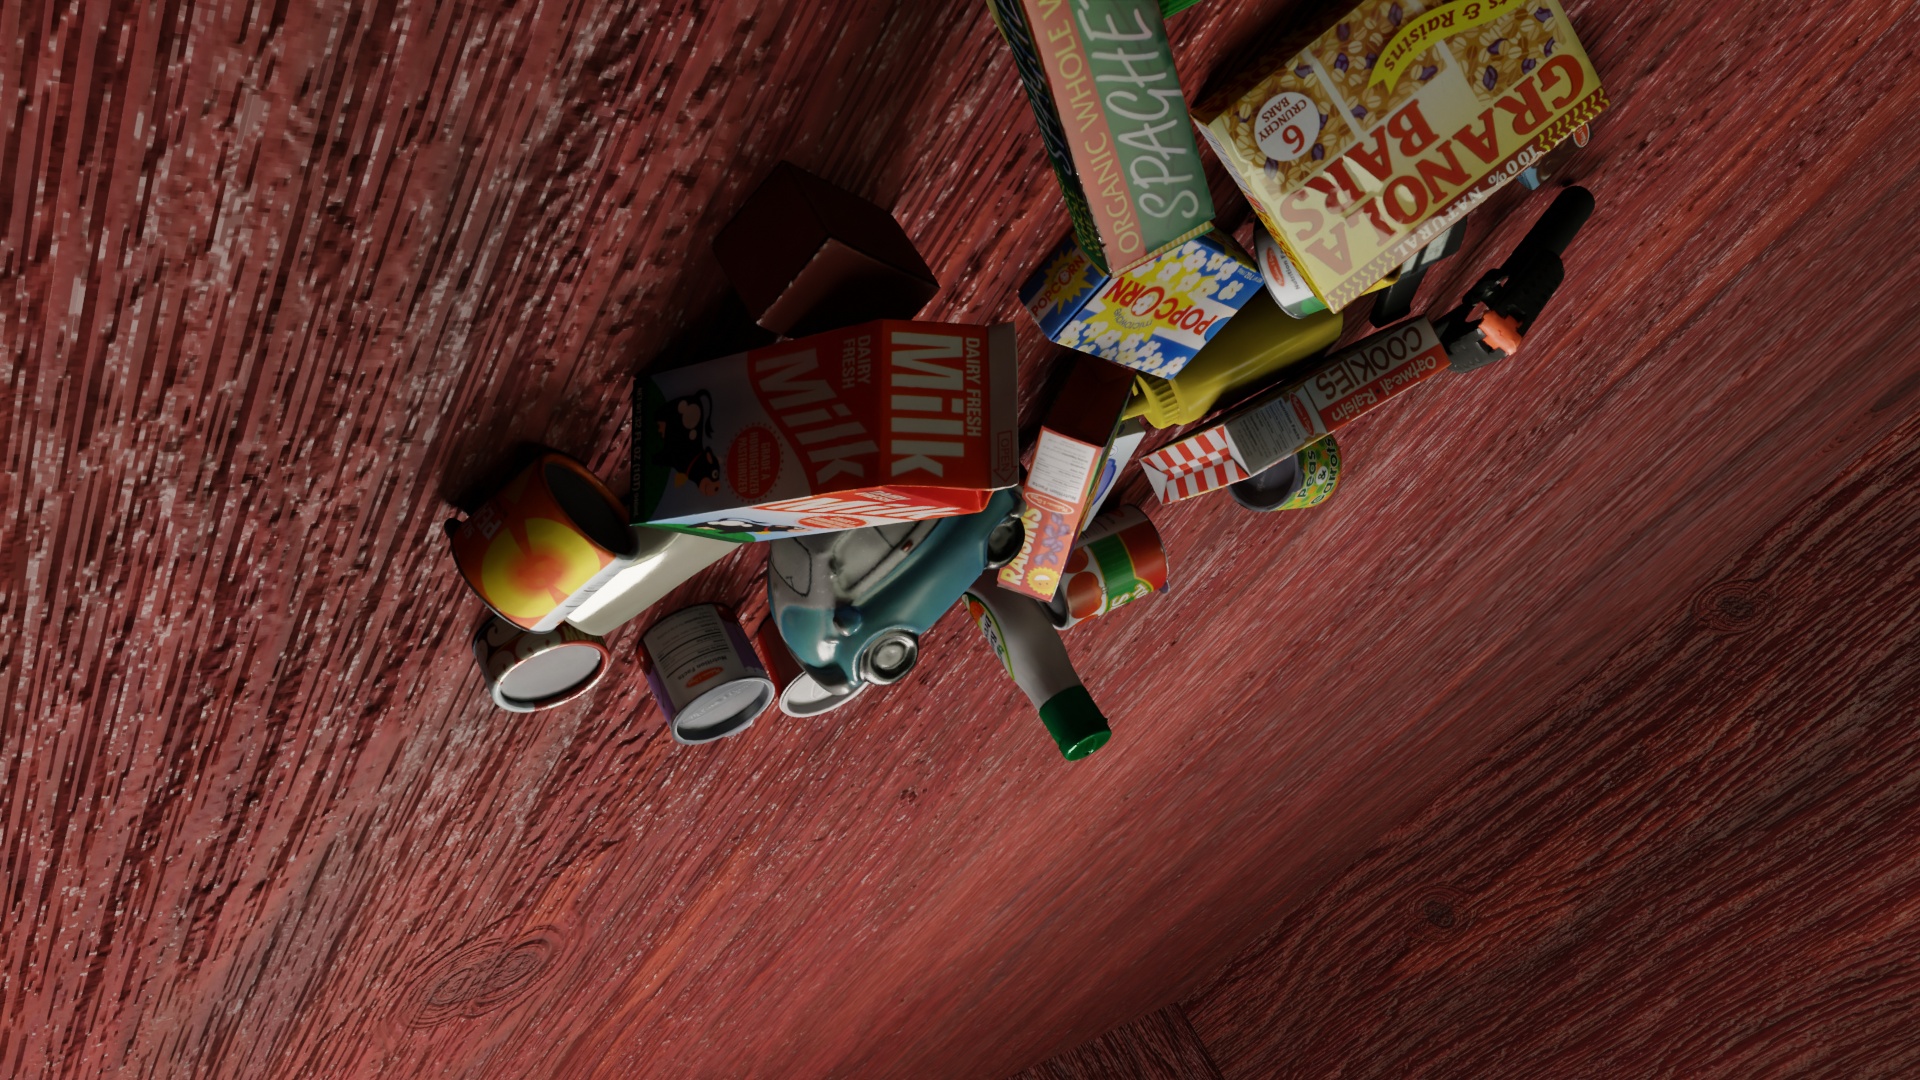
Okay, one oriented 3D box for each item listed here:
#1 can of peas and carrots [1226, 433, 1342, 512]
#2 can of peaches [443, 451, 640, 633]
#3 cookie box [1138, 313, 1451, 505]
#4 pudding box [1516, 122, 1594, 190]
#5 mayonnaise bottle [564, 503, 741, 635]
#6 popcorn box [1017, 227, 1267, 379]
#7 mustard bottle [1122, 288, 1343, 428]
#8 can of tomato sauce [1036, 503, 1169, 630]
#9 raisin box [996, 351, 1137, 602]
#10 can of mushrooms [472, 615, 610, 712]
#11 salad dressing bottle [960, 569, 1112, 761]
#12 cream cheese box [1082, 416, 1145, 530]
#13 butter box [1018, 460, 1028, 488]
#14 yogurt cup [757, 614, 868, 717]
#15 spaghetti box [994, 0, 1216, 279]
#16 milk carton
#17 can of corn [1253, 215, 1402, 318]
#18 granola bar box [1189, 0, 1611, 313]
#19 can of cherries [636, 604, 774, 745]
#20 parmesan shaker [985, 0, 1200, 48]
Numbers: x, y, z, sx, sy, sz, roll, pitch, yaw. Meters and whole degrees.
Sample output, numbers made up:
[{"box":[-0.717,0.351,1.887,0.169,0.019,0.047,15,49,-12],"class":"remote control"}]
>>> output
[{"box":[0.236,-0.054,1.009,0.059,0.071,0.070,-5,142,-43],"class":"can of peas and carrots"},{"box":[-0.195,-0.001,0.650,0.058,0.071,0.071,-38,152,11],"class":"can of peaches"},{"box":[0.214,-0.084,0.903,0.168,0.040,0.122,-28,-178,-19],"class":"cookie box"},{"box":[0.350,-0.252,0.843,0.049,0.030,0.083,-43,152,17],"class":"pudding box"},{"box":[-0.144,-0.008,0.719,0.148,0.041,0.064,-34,156,0],"class":"mayonnaise bottle"},{"box":[0.102,-0.139,0.761,0.127,0.038,0.085,7,132,-51],"class":"popcorn box"},{"box":[0.157,-0.108,0.858,0.160,0.049,0.065,-27,162,-9],"class":"mustard bottle"},{"box":[0.096,0.021,0.988,0.083,0.071,0.070,-22,151,-18],"class":"can of tomato sauce"},{"box":[0.061,-0.036,0.823,0.086,0.040,0.122,-63,171,-48],"class":"raisin box"},{"box":[-0.225,0.061,0.756,0.071,0.033,0.070,-24,151,-14],"class":"can of mushrooms"},{"box":[0.051,0.081,0.953,0.044,0.148,0.064,-26,152,-11],"class":"salad dressing bottle"},{"box":[0.077,-0.042,0.913,0.053,0.024,0.103,-15,149,-33],"class":"cream cheese box"},{"box":[0.003,-0.011,0.886,0.053,0.024,0.103,-15,149,-32],"class":"butter box"},{"box":[-0.095,0.073,0.889,0.072,0.054,0.072,-25,152,-14],"class":"yogurt cup"},{"box":[0.033,-0.205,0.476,0.050,0.029,0.249,-29,128,-5],"class":"spaghetti box"},{"box":[-0.054,-0.046,0.611,0.190,0.072,0.073,-8,168,35],"class":"milk carton"},{"box":[0.207,-0.166,0.778,0.058,0.071,0.071,-17,167,40],"class":"can of corn"},{"box":[0.216,-0.213,0.686,0.165,0.039,0.124,-37,114,10],"class":"granola bar box"},{"box":[-0.154,0.081,0.837,0.071,0.058,0.071,-26,152,-15],"class":"can of cherries"},{"box":[0.065,-0.229,0.535,0.103,0.071,0.071,-29,153,-6],"class":"parmesan shaker"}]
